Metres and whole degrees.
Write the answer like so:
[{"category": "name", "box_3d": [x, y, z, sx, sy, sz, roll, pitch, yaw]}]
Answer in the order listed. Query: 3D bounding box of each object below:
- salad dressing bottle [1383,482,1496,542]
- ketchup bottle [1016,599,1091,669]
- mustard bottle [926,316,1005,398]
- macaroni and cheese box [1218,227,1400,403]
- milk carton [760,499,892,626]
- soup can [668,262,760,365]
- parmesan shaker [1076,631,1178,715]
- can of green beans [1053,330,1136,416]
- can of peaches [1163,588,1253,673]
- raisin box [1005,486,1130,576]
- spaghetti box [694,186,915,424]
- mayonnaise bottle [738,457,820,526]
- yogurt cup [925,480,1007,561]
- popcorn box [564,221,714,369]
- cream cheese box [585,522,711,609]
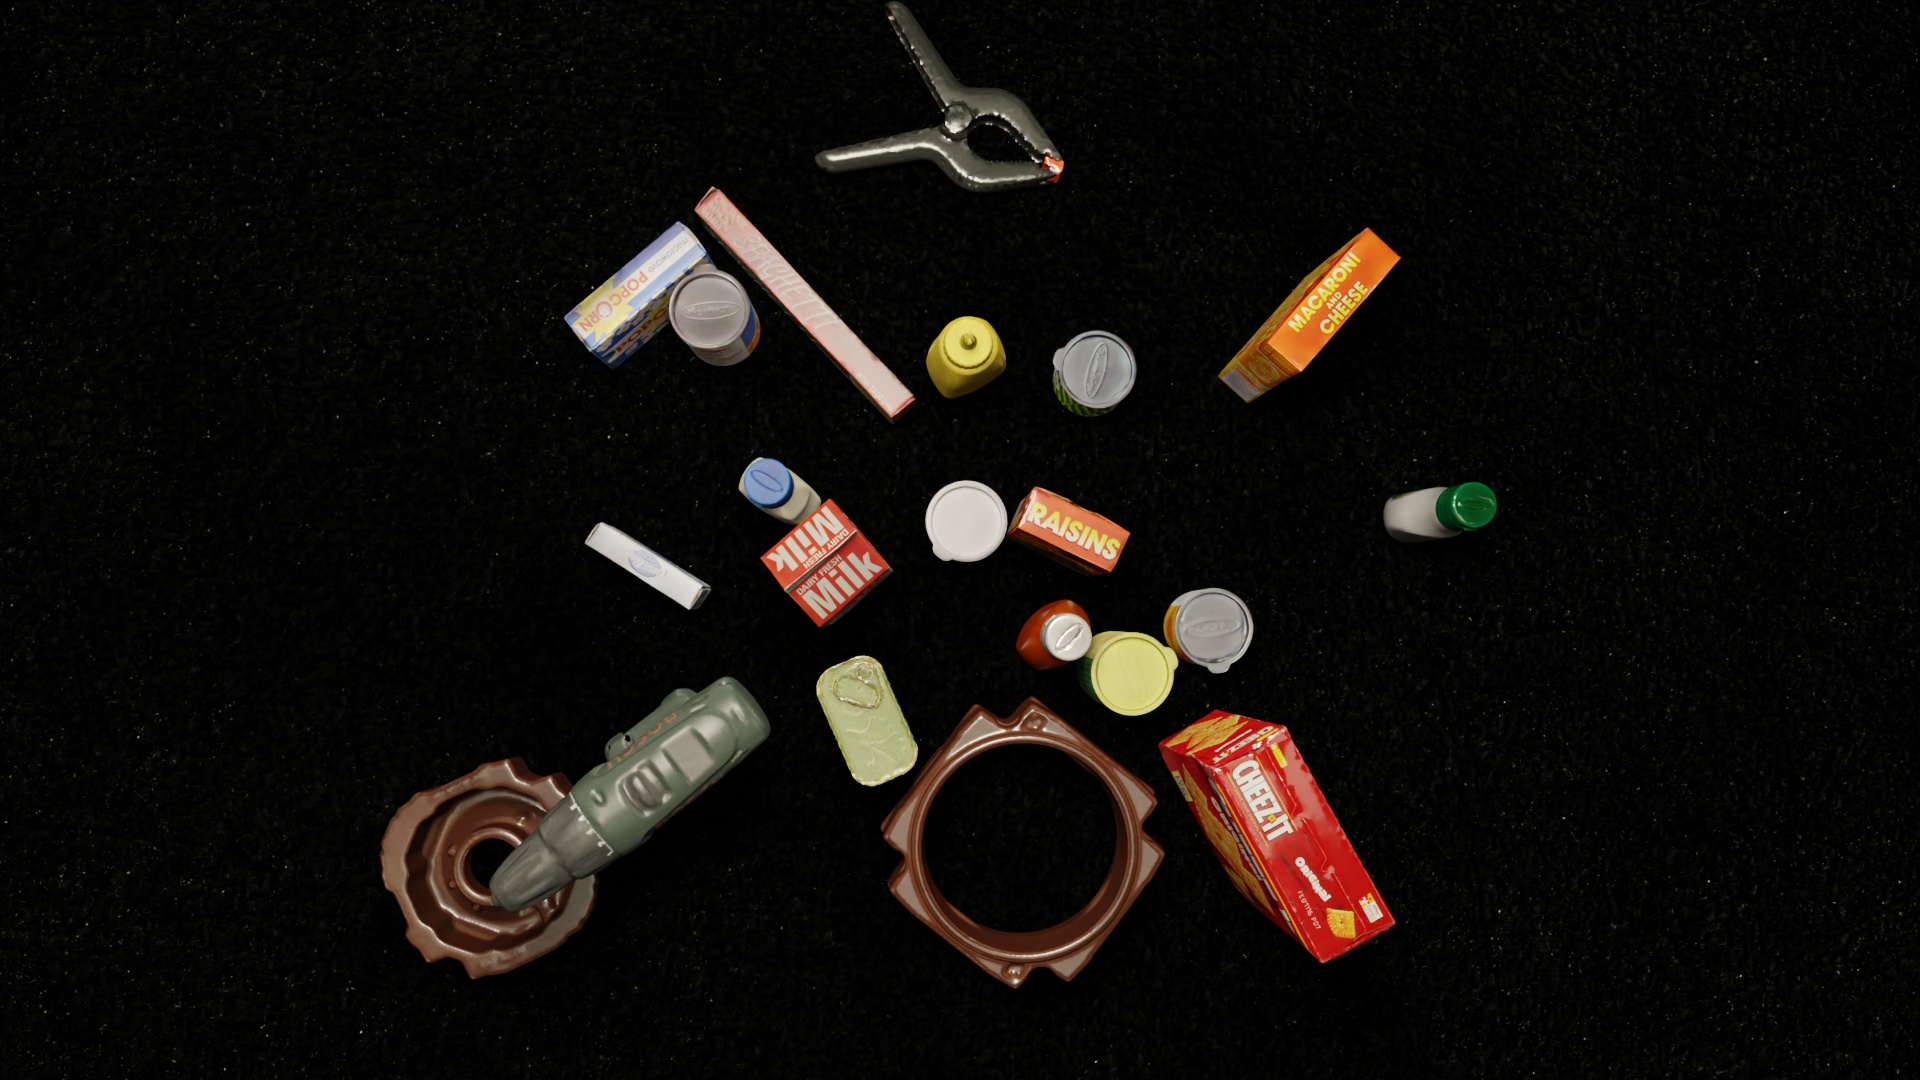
[{"category": "salad dressing bottle", "box_3d": [0.399, -0.024, 1.155, 0.064, 0.147, 0.044, 1, 87, -2]}, {"category": "ketchup bottle", "box_3d": [0.079, 0.077, 1.136, 0.043, 0.148, 0.065, 44, 86, 1]}, {"category": "mustard bottle", "box_3d": [0.006, -0.155, 1.142, 0.065, 0.160, 0.049, -28, 88, -3]}, {"category": "macaroni and cheese box", "box_3d": [0.284, -0.182, 1.151, 0.040, 0.166, 0.124, 42, 86, 1]}, {"category": "milk carton", "box_3d": [-0.105, 0.019, 1.111, 0.072, 0.190, 0.073, -41, 89, -4]}, {"category": "soup can", "box_3d": [-0.206, -0.189, 1.175, 0.071, 0.083, 0.071, 0, 87, -2]}, {"category": "parmesan shaker", "box_3d": [0.138, 0.108, 1.159, 0.071, 0.103, 0.071, 0, 87, -2]}, {"category": "can of green beans", "box_3d": [0.115, -0.143, 1.197, 0.071, 0.058, 0.071, 0, 87, -2]}, {"category": "can of peaches", "box_3d": [0.211, 0.077, 1.186, 0.071, 0.058, 0.071, 0, 87, -2]}, {"category": "raisin box", "box_3d": [0.087, -0.006, 1.154, 0.086, 0.123, 0.040, 26, 86, 0]}, {"category": "spaghetti box", "box_3d": [-0.133, -0.200, 1.195, 0.029, 0.050, 0.250, -43, 89, -4]}, {"category": "mayonnaise bottle", "box_3d": [-0.150, -0.041, 1.135, 0.065, 0.148, 0.041, 31, 86, 0]}, {"category": "yogurt cup", "box_3d": [0.004, -0.015, 1.186, 0.072, 0.054, 0.072, 0, 87, -2]}, {"category": "popcorn box", "box_3d": [-0.266, -0.205, 1.173, 0.127, 0.085, 0.038, -41, 89, -4]}, {"category": "cream cheese box", "box_3d": [-0.262, 0.022, 1.174, 0.104, 0.053, 0.024, 32, 86, 0]}]
